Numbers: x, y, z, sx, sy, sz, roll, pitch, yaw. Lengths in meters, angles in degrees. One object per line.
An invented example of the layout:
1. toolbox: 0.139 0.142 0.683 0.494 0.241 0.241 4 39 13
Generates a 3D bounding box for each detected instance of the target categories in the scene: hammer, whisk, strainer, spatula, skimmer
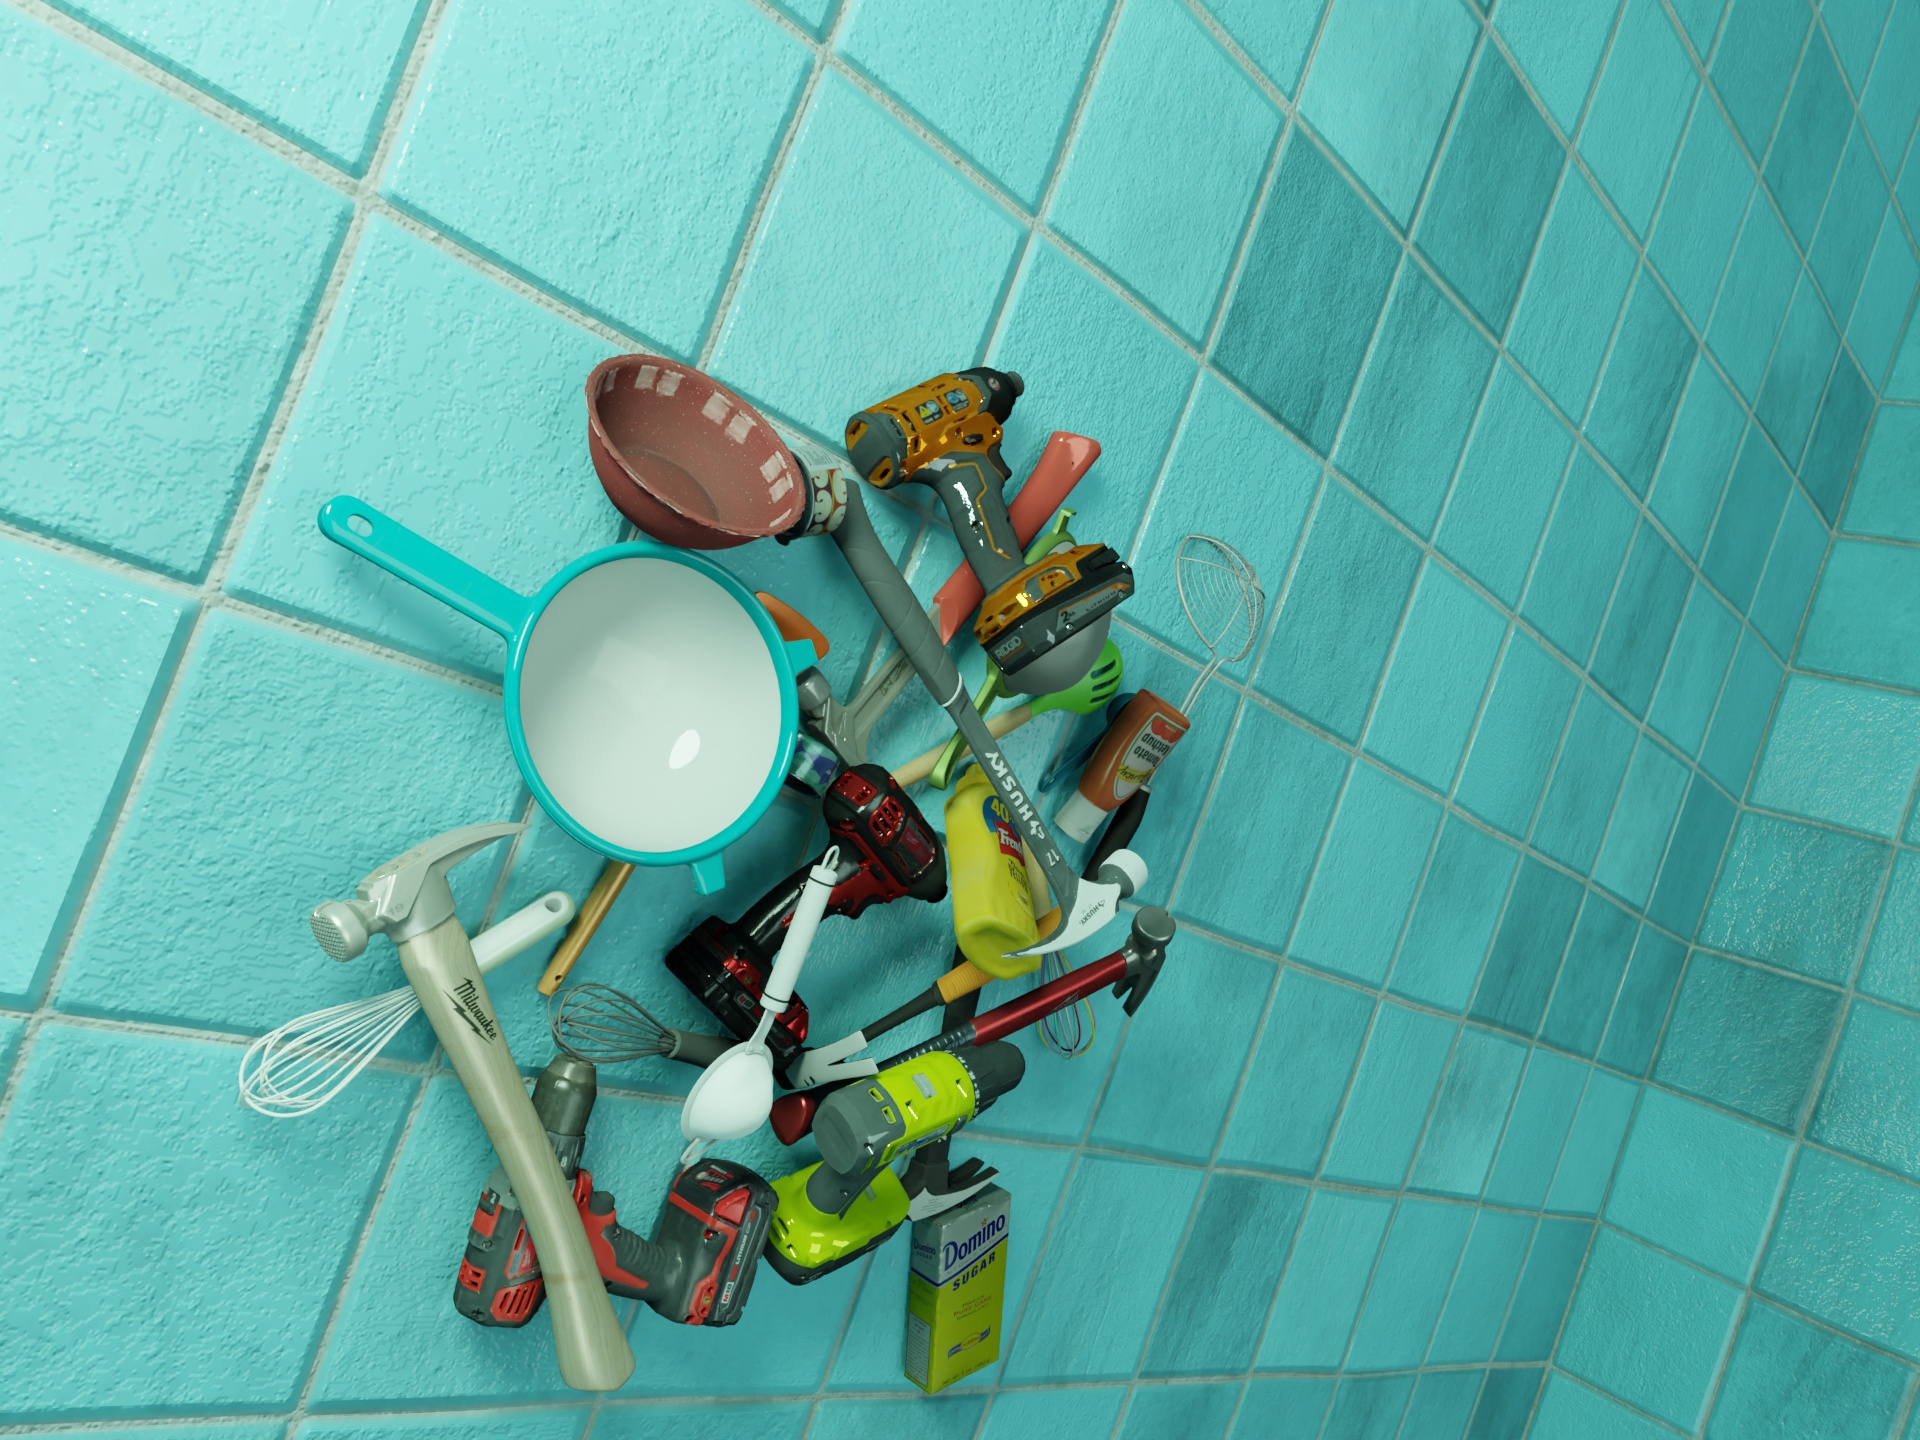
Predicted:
1. hammer: 0.004 0.214 1.317 0.337 0.127 0.034 -24 89 -40
2. hammer: 0.000 0.280 1.420 0.146 0.035 0.335 5 99 -45
3. hammer: -0.002 -0.004 1.212 0.149 0.036 0.409 -39 102 -38
4. whisk: -0.217 0.238 1.181 0.238 0.055 0.055 32 80 -53
5. whisk: 0.080 0.215 1.477 0.051 0.047 0.244 -38 123 -45
6. strainer: 0.061 -0.038 1.302 0.256 0.069 0.151 -59 159 -26
7. strainer: -0.265 -0.038 1.025 0.340 0.095 0.211 33 65 -30
8. hammer: 0.013 0.275 1.363 0.386 0.038 0.143 -20 146 -27
9. spatula: -0.208 0.056 1.139 0.081 0.041 0.323 39 76 -38
10. strainer: -0.136 0.210 1.142 0.086 0.050 0.258 19 93 -58
11. skimmer: 0.184 -0.002 1.519 0.127 0.090 0.363 24 95 -43
12. hammer: 0.009 -0.099 1.300 0.359 0.037 0.149 -51 125 -22
13. hammer: -0.287 0.268 1.054 0.146 0.038 0.410 -35 117 -43
14. whisk: -0.352 0.177 1.032 0.246 0.058 0.059 -33 159 -38

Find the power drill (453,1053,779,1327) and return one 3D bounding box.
1. power drill: -0.246 0.352 1.170 0.226 0.080 0.188 24 80 -42

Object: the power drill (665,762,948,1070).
1. power drill: -0.104 0.151 1.220 0.220 0.079 0.143 -46 131 -13

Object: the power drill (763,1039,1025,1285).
1. power drill: -0.058 0.343 1.268 0.190 0.080 0.228 -12 145 -43

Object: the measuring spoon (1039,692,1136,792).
1. measuring spoon: 0.116 0.018 1.458 0.128 0.021 0.042 -41 148 -7

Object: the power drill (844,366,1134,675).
1. power drill: 0.034 -0.166 1.222 0.164 0.084 0.226 -33 89 -33

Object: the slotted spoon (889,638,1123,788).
1. slotted spoon: 0.039 0.004 1.379 0.314 0.031 0.070 -27 129 -35
